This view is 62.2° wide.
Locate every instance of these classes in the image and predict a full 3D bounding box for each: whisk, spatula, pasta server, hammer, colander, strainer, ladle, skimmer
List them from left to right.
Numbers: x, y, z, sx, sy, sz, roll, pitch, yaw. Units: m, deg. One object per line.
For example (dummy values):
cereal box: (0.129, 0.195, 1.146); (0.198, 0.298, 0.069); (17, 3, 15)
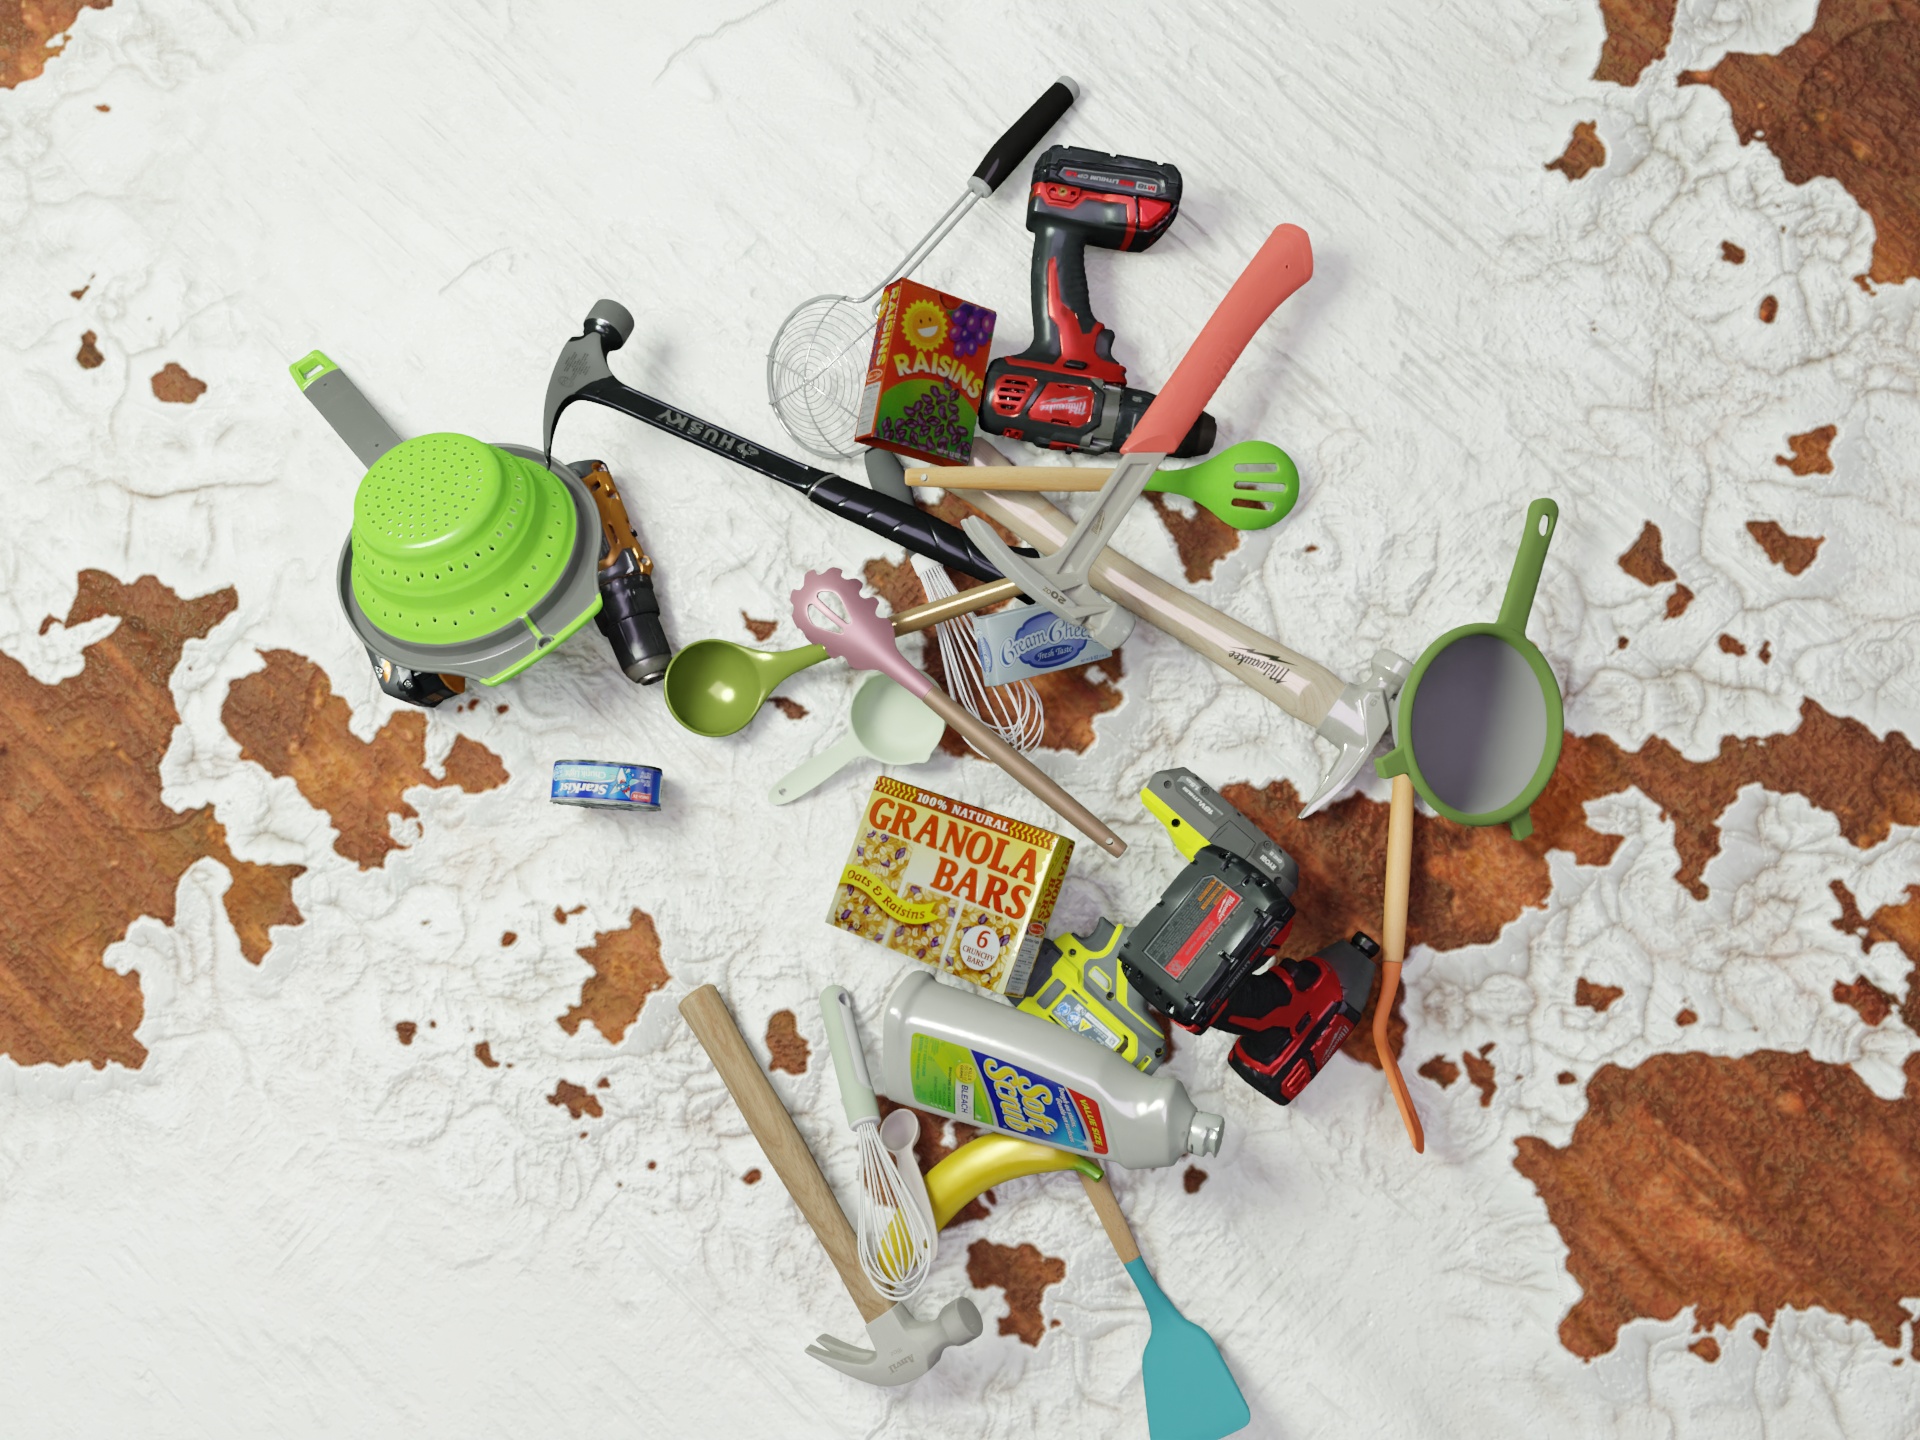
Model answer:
colander: (-0.429, -0.195, 1.212); (0.204, 0.094, 0.397); (-39, 62, -13)
hammer: (-0.125, -0.184, 1.216); (0.409, 0.036, 0.149); (24, 62, -2)
hammer: (-0.121, 0.350, 1.210); (0.130, 0.031, 0.331); (-39, 76, 19)
ladle: (-0.081, -0.061, 1.218); (0.320, 0.062, 0.078); (-17, 95, 16)
whisk: (-0.068, 0.306, 1.178); (0.059, 0.057, 0.247); (-34, 54, 22)
skimmer: (-0.021, -0.372, 1.289); (0.127, 0.090, 0.363); (36, 78, 17)
whisk: (-0.014, -0.096, 1.251); (0.070, 0.070, 0.285); (-26, 78, 2)
pasta server: (-0.002, -0.004, 1.180); (0.316, 0.040, 0.060); (39, 97, 2)
spatula: (0.116, 0.385, 1.198); (0.082, 0.044, 0.317); (-29, 81, 20)
hammer: (0.146, -0.088, 1.246); (0.411, 0.038, 0.146); (33, 89, 7)
hammer: (0.153, -0.236, 1.194); (0.149, 0.037, 0.359); (37, 77, -15)
spatula: (0.338, 0.159, 1.202); (0.041, 0.081, 0.323); (2, 79, 21)
strainer: (0.390, -0.047, 1.201); (0.151, 0.069, 0.256); (23, 81, -22)

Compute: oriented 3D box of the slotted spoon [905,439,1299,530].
slotted spoon: (0.114, -0.184, 1.228); (0.313, 0.031, 0.070); (0, 101, -6)

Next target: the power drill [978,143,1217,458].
power drill: (0.121, -0.318, 1.251); (0.188, 0.080, 0.227); (10, 89, -2)

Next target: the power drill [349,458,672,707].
power drill: (-0.351, -0.084, 1.264); (0.226, 0.084, 0.185); (-24, 83, -3)

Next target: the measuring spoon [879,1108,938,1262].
measuring spoon: (-0.033, 0.351, 1.198); (0.034, 0.018, 0.124); (-30, 48, 13)

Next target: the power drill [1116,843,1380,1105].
power drill: (0.219, 0.182, 1.137); (0.143, 0.219, 0.079); (-51, 44, 0)

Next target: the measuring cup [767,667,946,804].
measuring cup: (-0.083, 0.017, 1.257); (0.167, 0.038, 0.083); (-33, 96, 17)

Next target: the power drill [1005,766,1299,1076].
power drill: (0.132, 0.149, 1.205); (0.171, 0.080, 0.223); (41, 92, 6)
